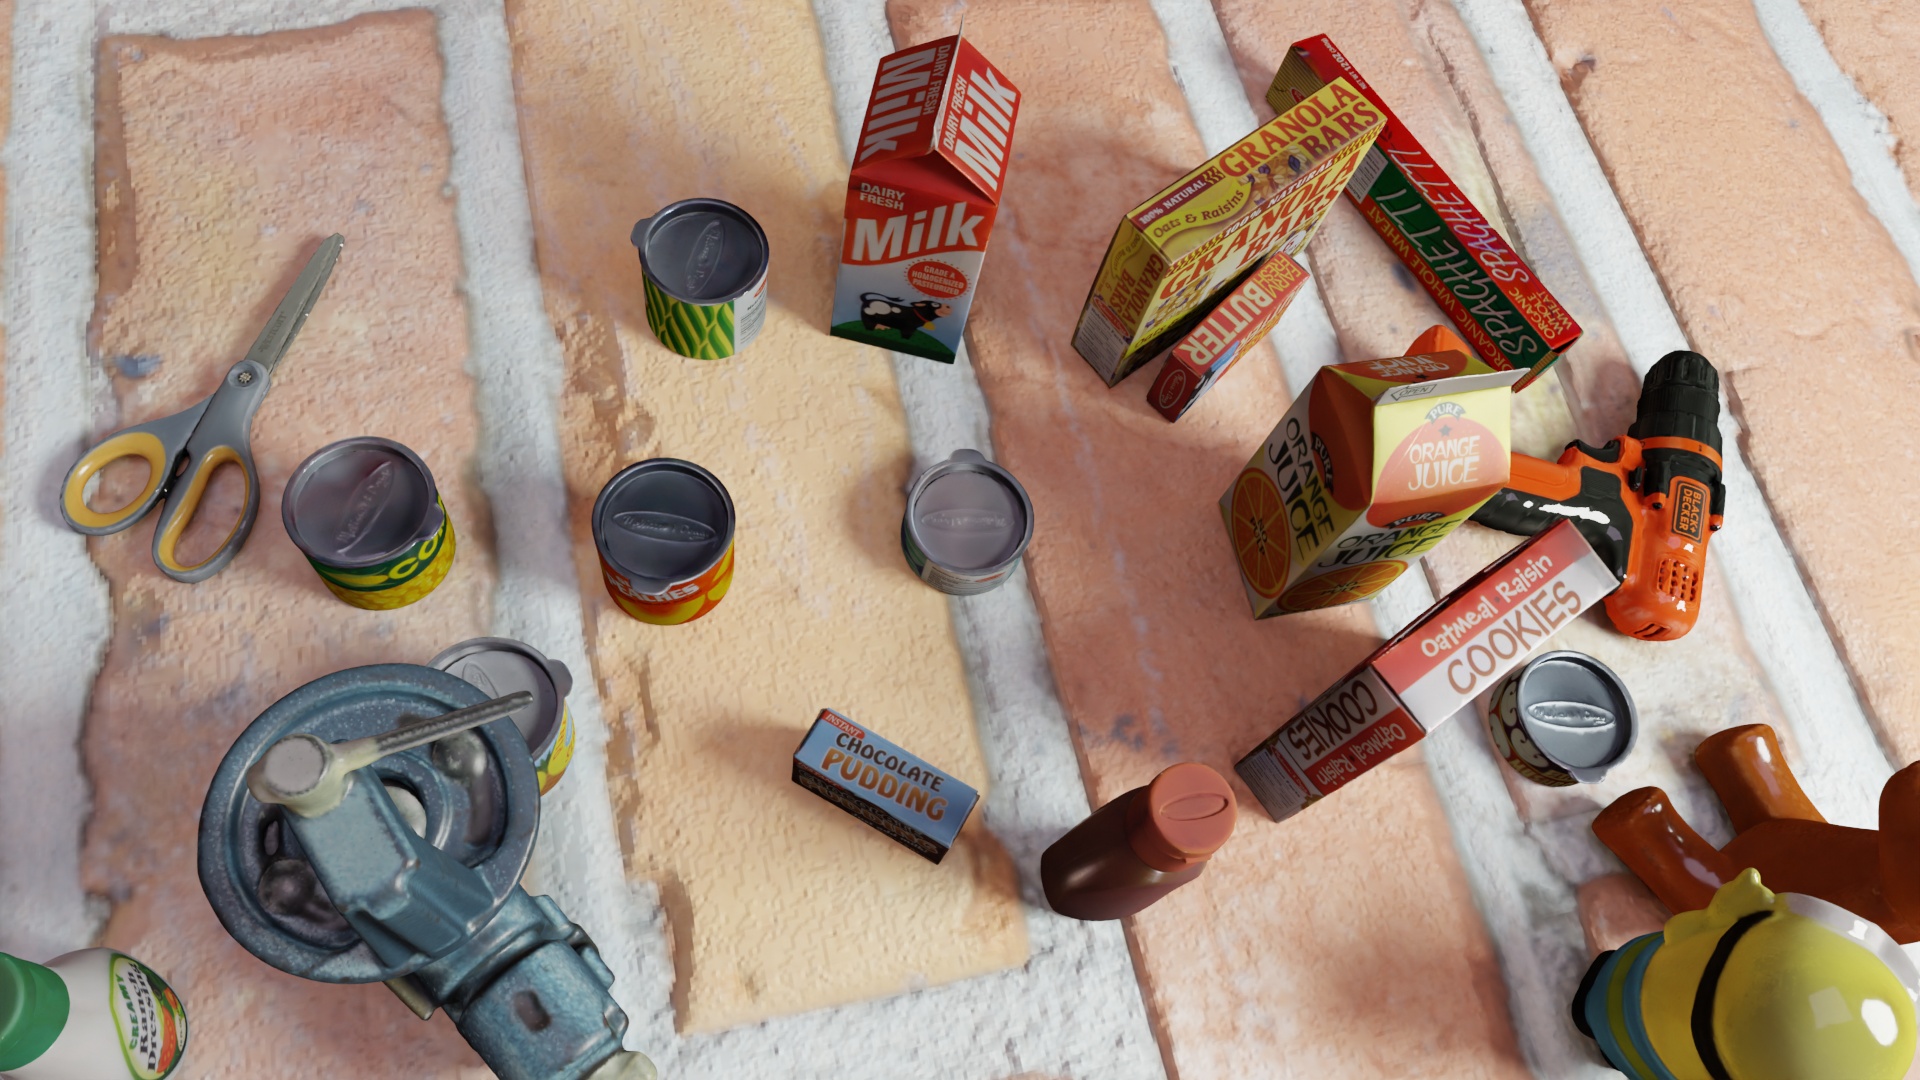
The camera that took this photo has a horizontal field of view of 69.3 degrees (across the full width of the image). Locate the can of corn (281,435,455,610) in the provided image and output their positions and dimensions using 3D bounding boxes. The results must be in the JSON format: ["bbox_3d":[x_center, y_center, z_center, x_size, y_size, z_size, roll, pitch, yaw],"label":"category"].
[{"bbox_3d":[-0.274,-0.006,0.655,0.071,0.058,0.071,4,66,-8],"label":"can of corn"}]

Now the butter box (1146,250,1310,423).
[{"bbox_3d":[0.149,-0.115,0.779,0.024,0.053,0.104,43,67,10],"label":"butter box"}]

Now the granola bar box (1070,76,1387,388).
[{"bbox_3d":[0.143,-0.168,0.762,0.166,0.123,0.039,-36,77,-22],"label":"granola bar box"}]

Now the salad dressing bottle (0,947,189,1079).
[{"bbox_3d":[-0.333,0.179,0.513,0.044,0.147,0.064,-16,70,-16],"label":"salad dressing bottle"}]

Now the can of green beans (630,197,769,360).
[{"bbox_3d":[-0.136,-0.138,0.738,0.071,0.057,0.071,4,66,-8],"label":"can of green beans"}]

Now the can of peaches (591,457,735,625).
[{"bbox_3d":[-0.143,0.004,0.673,0.071,0.057,0.071,4,66,-8],"label":"can of peaches"}]

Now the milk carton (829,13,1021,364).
[{"bbox_3d":[-0.018,-0.172,0.700,0.073,0.189,0.072,13,65,-4],"label":"milk carton"}]

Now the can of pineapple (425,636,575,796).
[{"bbox_3d":[-0.208,0.083,0.627,0.071,0.057,0.071,4,66,-8],"label":"can of pineapple"}]

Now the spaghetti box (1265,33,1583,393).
[{"bbox_3d":[0.276,-0.199,0.840,0.029,0.050,0.250,-29,74,-20],"label":"spaghetti box"}]

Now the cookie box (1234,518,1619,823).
[{"bbox_3d":[0.208,0.065,0.646,0.123,0.166,0.040,-32,75,-21],"label":"cookie box"}]

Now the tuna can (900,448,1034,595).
[{"bbox_3d":[0.003,-0.009,0.718,0.071,0.032,0.071,4,66,-8],"label":"tuna can"}]

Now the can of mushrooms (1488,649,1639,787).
[{"bbox_3d":[0.313,0.095,0.723,0.071,0.033,0.071,4,66,-8],"label":"can of mushrooms"}]

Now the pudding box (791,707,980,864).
[{"bbox_3d":[-0.036,0.114,0.647,0.084,0.049,0.030,29,65,4],"label":"pudding box"}]

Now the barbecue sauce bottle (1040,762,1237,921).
[{"bbox_3d":[0.079,0.133,0.604,0.065,0.148,0.044,-6,68,-12],"label":"barbecue sauce bottle"}]

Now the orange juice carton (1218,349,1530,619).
[{"bbox_3d":[0.197,-0.031,0.672,0.072,0.191,0.073,-8,68,-13],"label":"orange juice carton"}]
